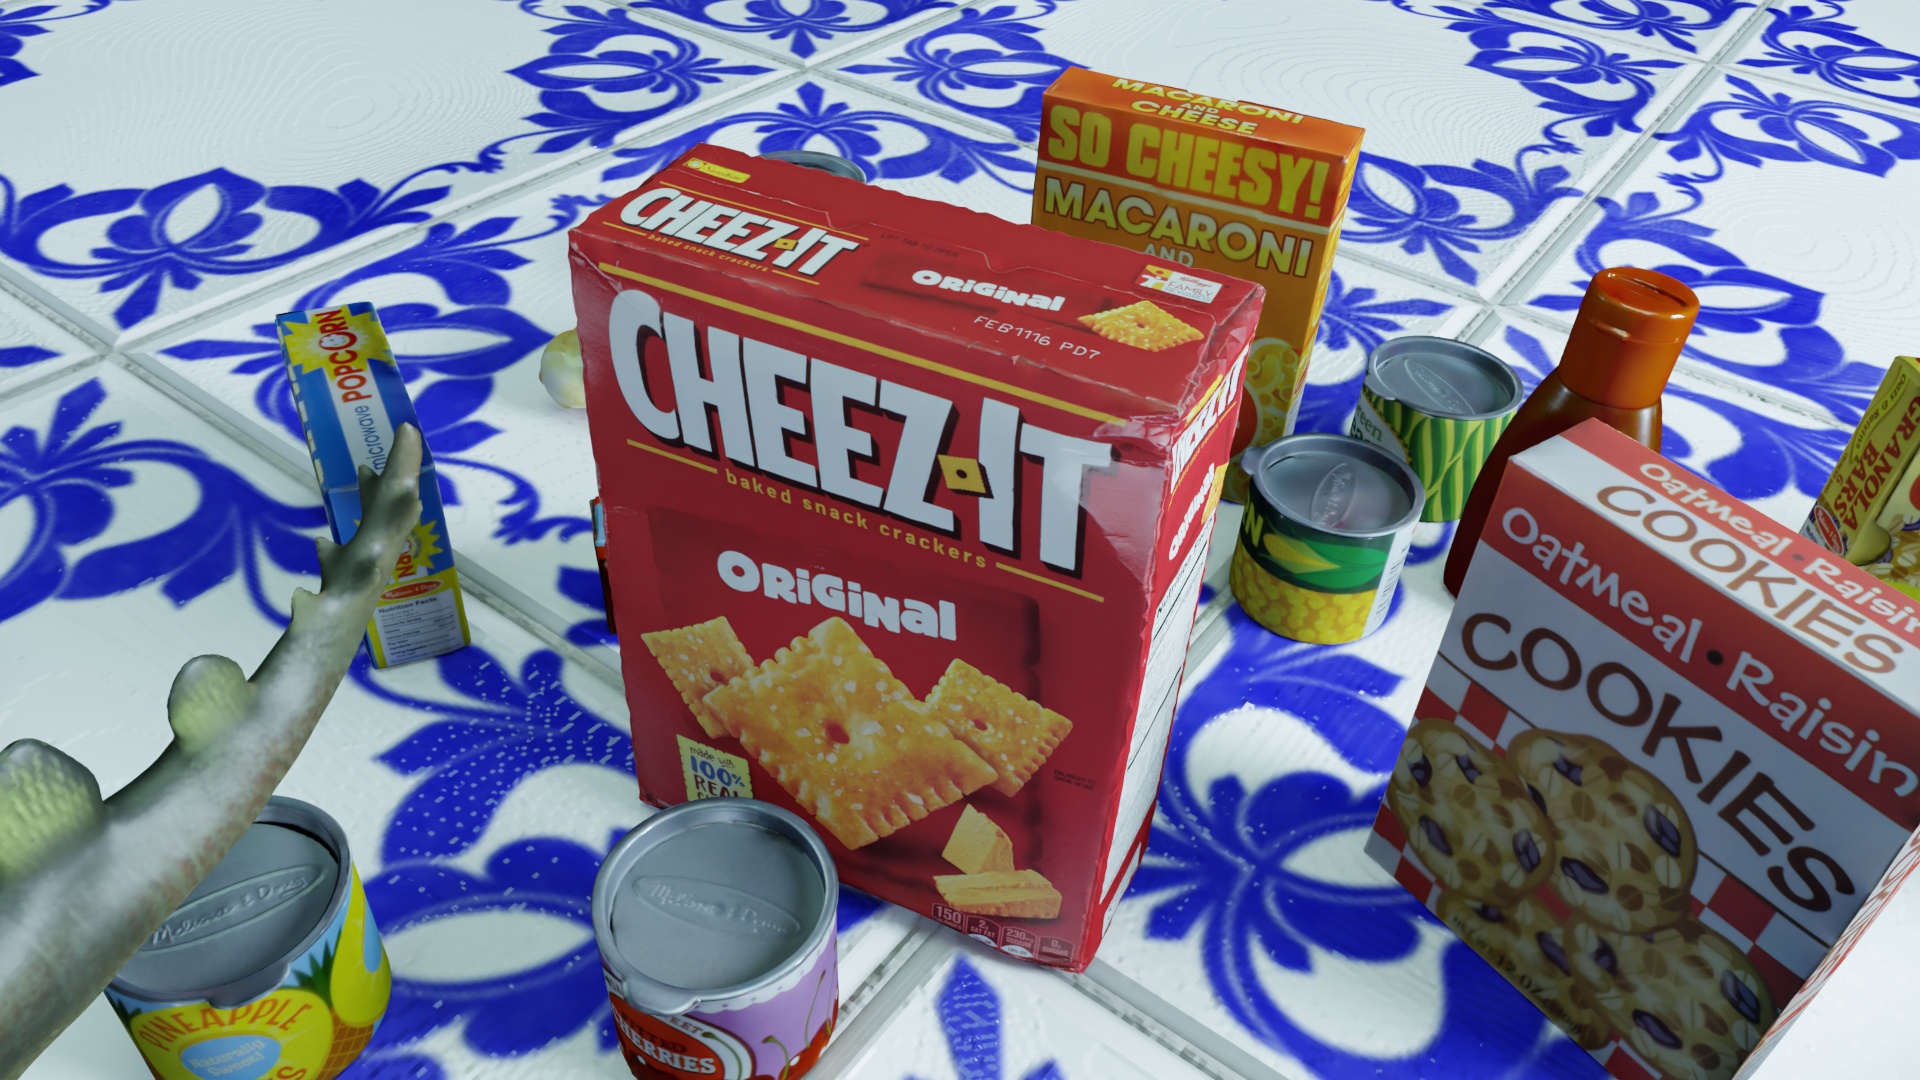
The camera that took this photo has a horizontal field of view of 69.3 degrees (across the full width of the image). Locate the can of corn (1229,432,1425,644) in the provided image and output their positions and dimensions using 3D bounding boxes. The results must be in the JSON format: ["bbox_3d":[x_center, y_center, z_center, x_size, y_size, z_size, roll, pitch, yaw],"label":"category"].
[{"bbox_3d":[0.142,-0.002,0.553,0.071,0.058,0.071,2,39,-2],"label":"can of corn"}]

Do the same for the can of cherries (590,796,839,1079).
[{"bbox_3d":[-0.069,0.118,0.390,0.071,0.058,0.072,2,39,-2],"label":"can of cherries"}]

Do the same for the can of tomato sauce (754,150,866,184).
[{"bbox_3d":[-0.079,-0.139,0.684,0.071,0.082,0.071,2,39,-2],"label":"can of tomato sauce"}]

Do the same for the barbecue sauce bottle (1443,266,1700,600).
[{"bbox_3d":[0.232,-0.029,0.523,0.044,0.147,0.065,-28,48,-33],"label":"barbecue sauce bottle"}]

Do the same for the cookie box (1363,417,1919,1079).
[{"bbox_3d":[0.190,0.067,0.388,0.040,0.166,0.123,-22,46,-28],"label":"cookie box"}]

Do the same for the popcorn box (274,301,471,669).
[{"bbox_3d":[-0.225,-0.024,0.530,0.038,0.084,0.127,-16,43,-23],"label":"popcorn box"}]

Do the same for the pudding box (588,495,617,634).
[{"bbox_3d":[-0.097,0.004,0.535,0.084,0.049,0.030,-8,41,-14],"label":"pudding box"}]

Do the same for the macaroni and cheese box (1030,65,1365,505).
[{"bbox_3d":[0.090,-0.105,0.590,0.124,0.165,0.040,18,41,16],"label":"macaroni and cheese box"}]

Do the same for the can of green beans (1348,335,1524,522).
[{"bbox_3d":[0.208,-0.050,0.618,0.071,0.057,0.071,2,39,-2],"label":"can of green beans"}]

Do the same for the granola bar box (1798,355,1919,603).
[{"bbox_3d":[0.415,0.001,0.520,0.166,0.123,0.039,7,39,4],"label":"granola bar box"}]

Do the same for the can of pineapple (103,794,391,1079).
[{"bbox_3d":[-0.197,0.115,0.383,0.071,0.057,0.071,2,39,-2],"label":"can of pineapple"}]
